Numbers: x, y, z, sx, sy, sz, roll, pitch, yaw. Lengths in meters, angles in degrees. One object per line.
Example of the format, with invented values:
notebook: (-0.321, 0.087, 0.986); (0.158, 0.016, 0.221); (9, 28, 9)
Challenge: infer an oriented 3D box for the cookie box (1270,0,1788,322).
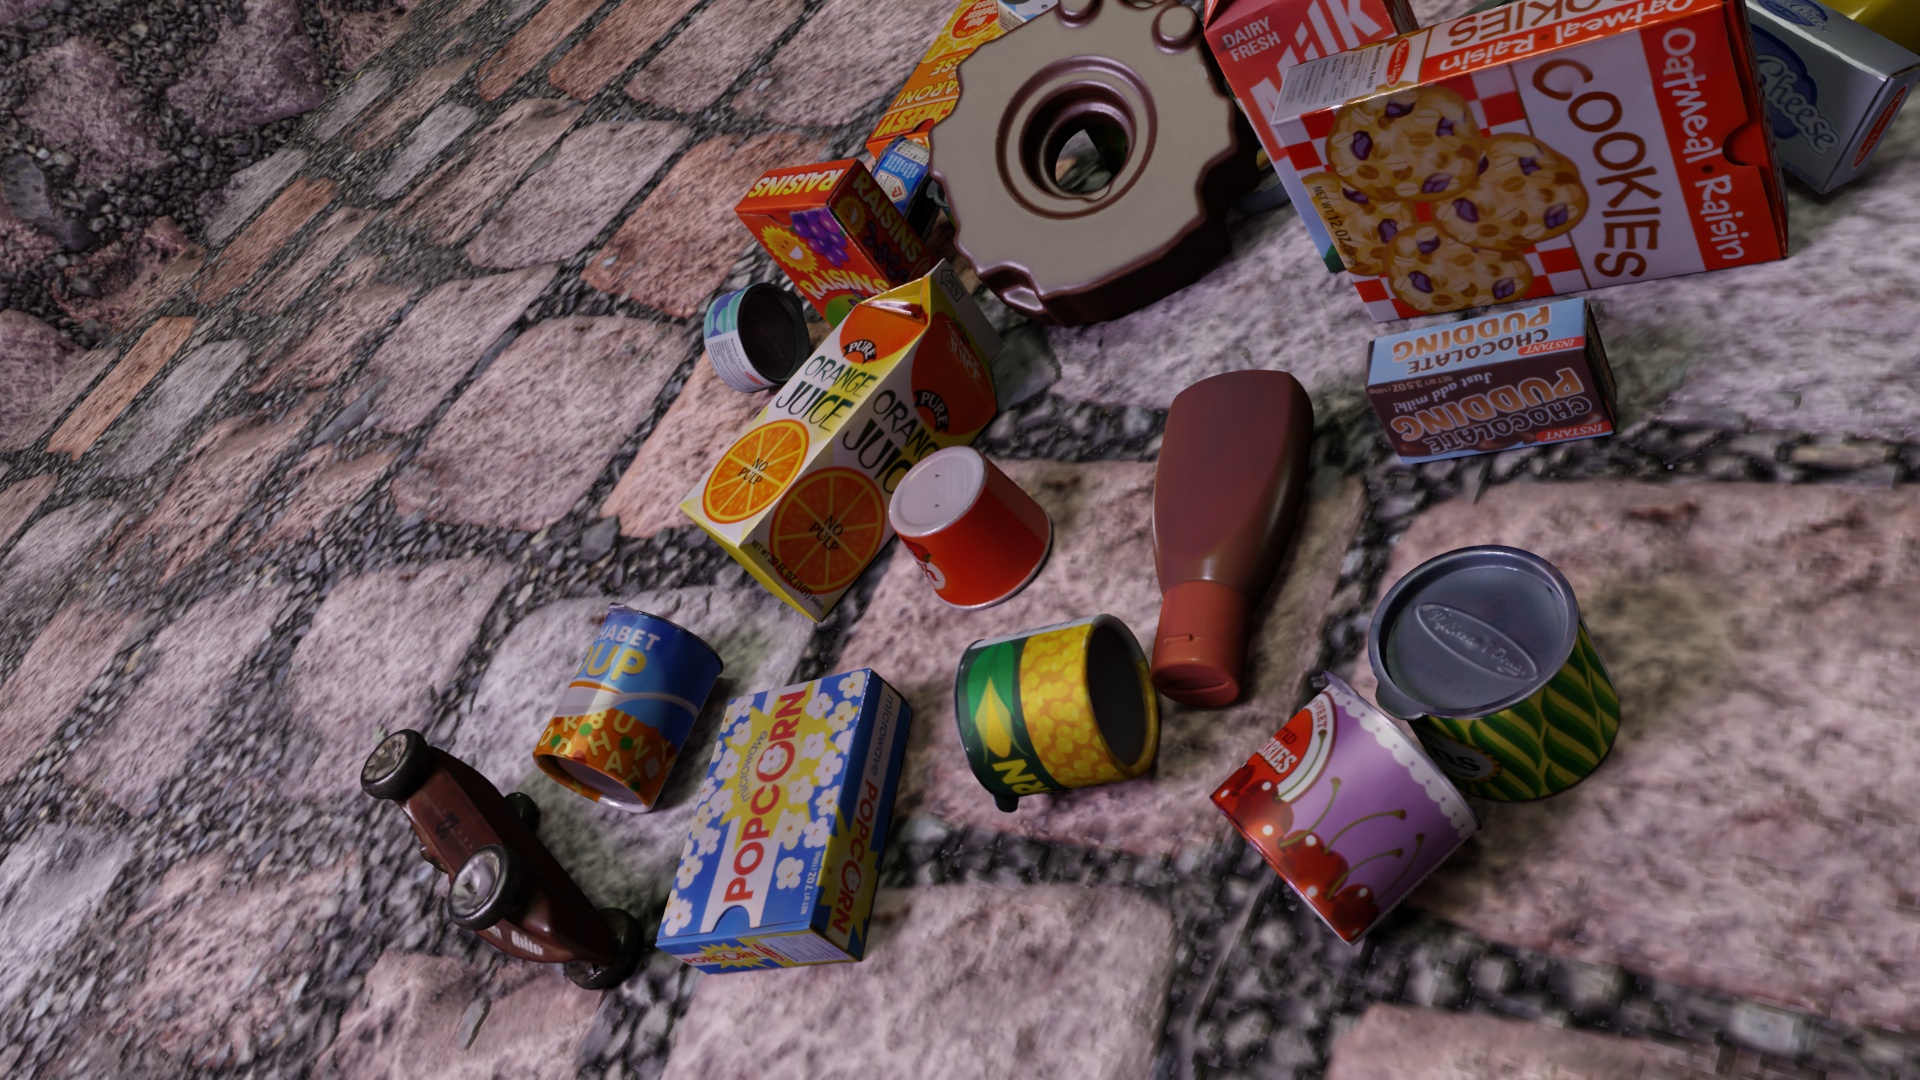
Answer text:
cookie box: (0.228, -0.152, 0.557); (0.167, 0.122, 0.040); (-4, 52, 38)

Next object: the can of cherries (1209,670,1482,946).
can of cherries: (0.123, 0.087, 0.456); (0.058, 0.071, 0.072); (-43, 38, 0)

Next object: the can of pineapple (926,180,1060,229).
can of pineapple: (0.025, -0.202, 0.831); (0.071, 0.057, 0.071); (-23, 41, 22)

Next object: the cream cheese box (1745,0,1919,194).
cream cheese box: (0.316, -0.187, 0.547); (0.024, 0.053, 0.104); (-26, 56, -17)

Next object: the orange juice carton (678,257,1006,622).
orange juice carton: (-0.052, -0.059, 0.746); (0.193, 0.071, 0.073); (-50, 39, -11)

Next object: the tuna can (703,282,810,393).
tuna can: (-0.129, -0.130, 0.885); (0.033, 0.071, 0.071); (-10, 48, 35)

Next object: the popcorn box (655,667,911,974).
popcorn box: (-0.076, 0.123, 0.616); (0.085, 0.038, 0.127); (-14, 45, 29)

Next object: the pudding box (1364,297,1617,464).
pudding box: (0.207, -0.061, 0.545); (0.083, 0.049, 0.030); (-7, 47, 35)

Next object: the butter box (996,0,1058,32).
butter box: (0.076, -0.330, 0.900); (0.053, 0.024, 0.104); (-40, 65, -14)

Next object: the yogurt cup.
yogurt cup: (0.002, -0.008, 0.665); (0.072, 0.053, 0.073); (-22, 42, 22)

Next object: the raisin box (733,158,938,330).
raisin box: (-0.062, -0.162, 0.813); (0.086, 0.123, 0.040); (10, 60, 45)

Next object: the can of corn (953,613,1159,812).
can of corn: (0.039, 0.068, 0.551); (0.058, 0.071, 0.071); (-15, 45, 29)

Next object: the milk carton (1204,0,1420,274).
milk carton: (0.164, -0.218, 0.621); (0.073, 0.190, 0.073); (-17, 44, 29)

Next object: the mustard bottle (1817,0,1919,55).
mustard bottle: (0.391, -0.244, 0.568); (0.160, 0.048, 0.065); (-42, 38, -2)

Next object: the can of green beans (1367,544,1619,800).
can of green beans: (0.177, 0.045, 0.461); (0.071, 0.057, 0.071); (-23, 41, 22)

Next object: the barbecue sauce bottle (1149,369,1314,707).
barbecue sauce bottle: (0.108, -0.003, 0.579); (0.065, 0.043, 0.149); (-10, 48, 34)

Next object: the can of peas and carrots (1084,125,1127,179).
can of peas and carrots: (0.101, -0.246, 0.804); (0.058, 0.070, 0.071); (-31, 39, 13)

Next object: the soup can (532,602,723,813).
soup can: (-0.170, 0.085, 0.706); (0.071, 0.071, 0.084); (-3, 52, 39)

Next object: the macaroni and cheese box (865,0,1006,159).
macaroni and cheese box: (0.022, -0.329, 0.972); (0.123, 0.040, 0.167); (6, 57, 44)
